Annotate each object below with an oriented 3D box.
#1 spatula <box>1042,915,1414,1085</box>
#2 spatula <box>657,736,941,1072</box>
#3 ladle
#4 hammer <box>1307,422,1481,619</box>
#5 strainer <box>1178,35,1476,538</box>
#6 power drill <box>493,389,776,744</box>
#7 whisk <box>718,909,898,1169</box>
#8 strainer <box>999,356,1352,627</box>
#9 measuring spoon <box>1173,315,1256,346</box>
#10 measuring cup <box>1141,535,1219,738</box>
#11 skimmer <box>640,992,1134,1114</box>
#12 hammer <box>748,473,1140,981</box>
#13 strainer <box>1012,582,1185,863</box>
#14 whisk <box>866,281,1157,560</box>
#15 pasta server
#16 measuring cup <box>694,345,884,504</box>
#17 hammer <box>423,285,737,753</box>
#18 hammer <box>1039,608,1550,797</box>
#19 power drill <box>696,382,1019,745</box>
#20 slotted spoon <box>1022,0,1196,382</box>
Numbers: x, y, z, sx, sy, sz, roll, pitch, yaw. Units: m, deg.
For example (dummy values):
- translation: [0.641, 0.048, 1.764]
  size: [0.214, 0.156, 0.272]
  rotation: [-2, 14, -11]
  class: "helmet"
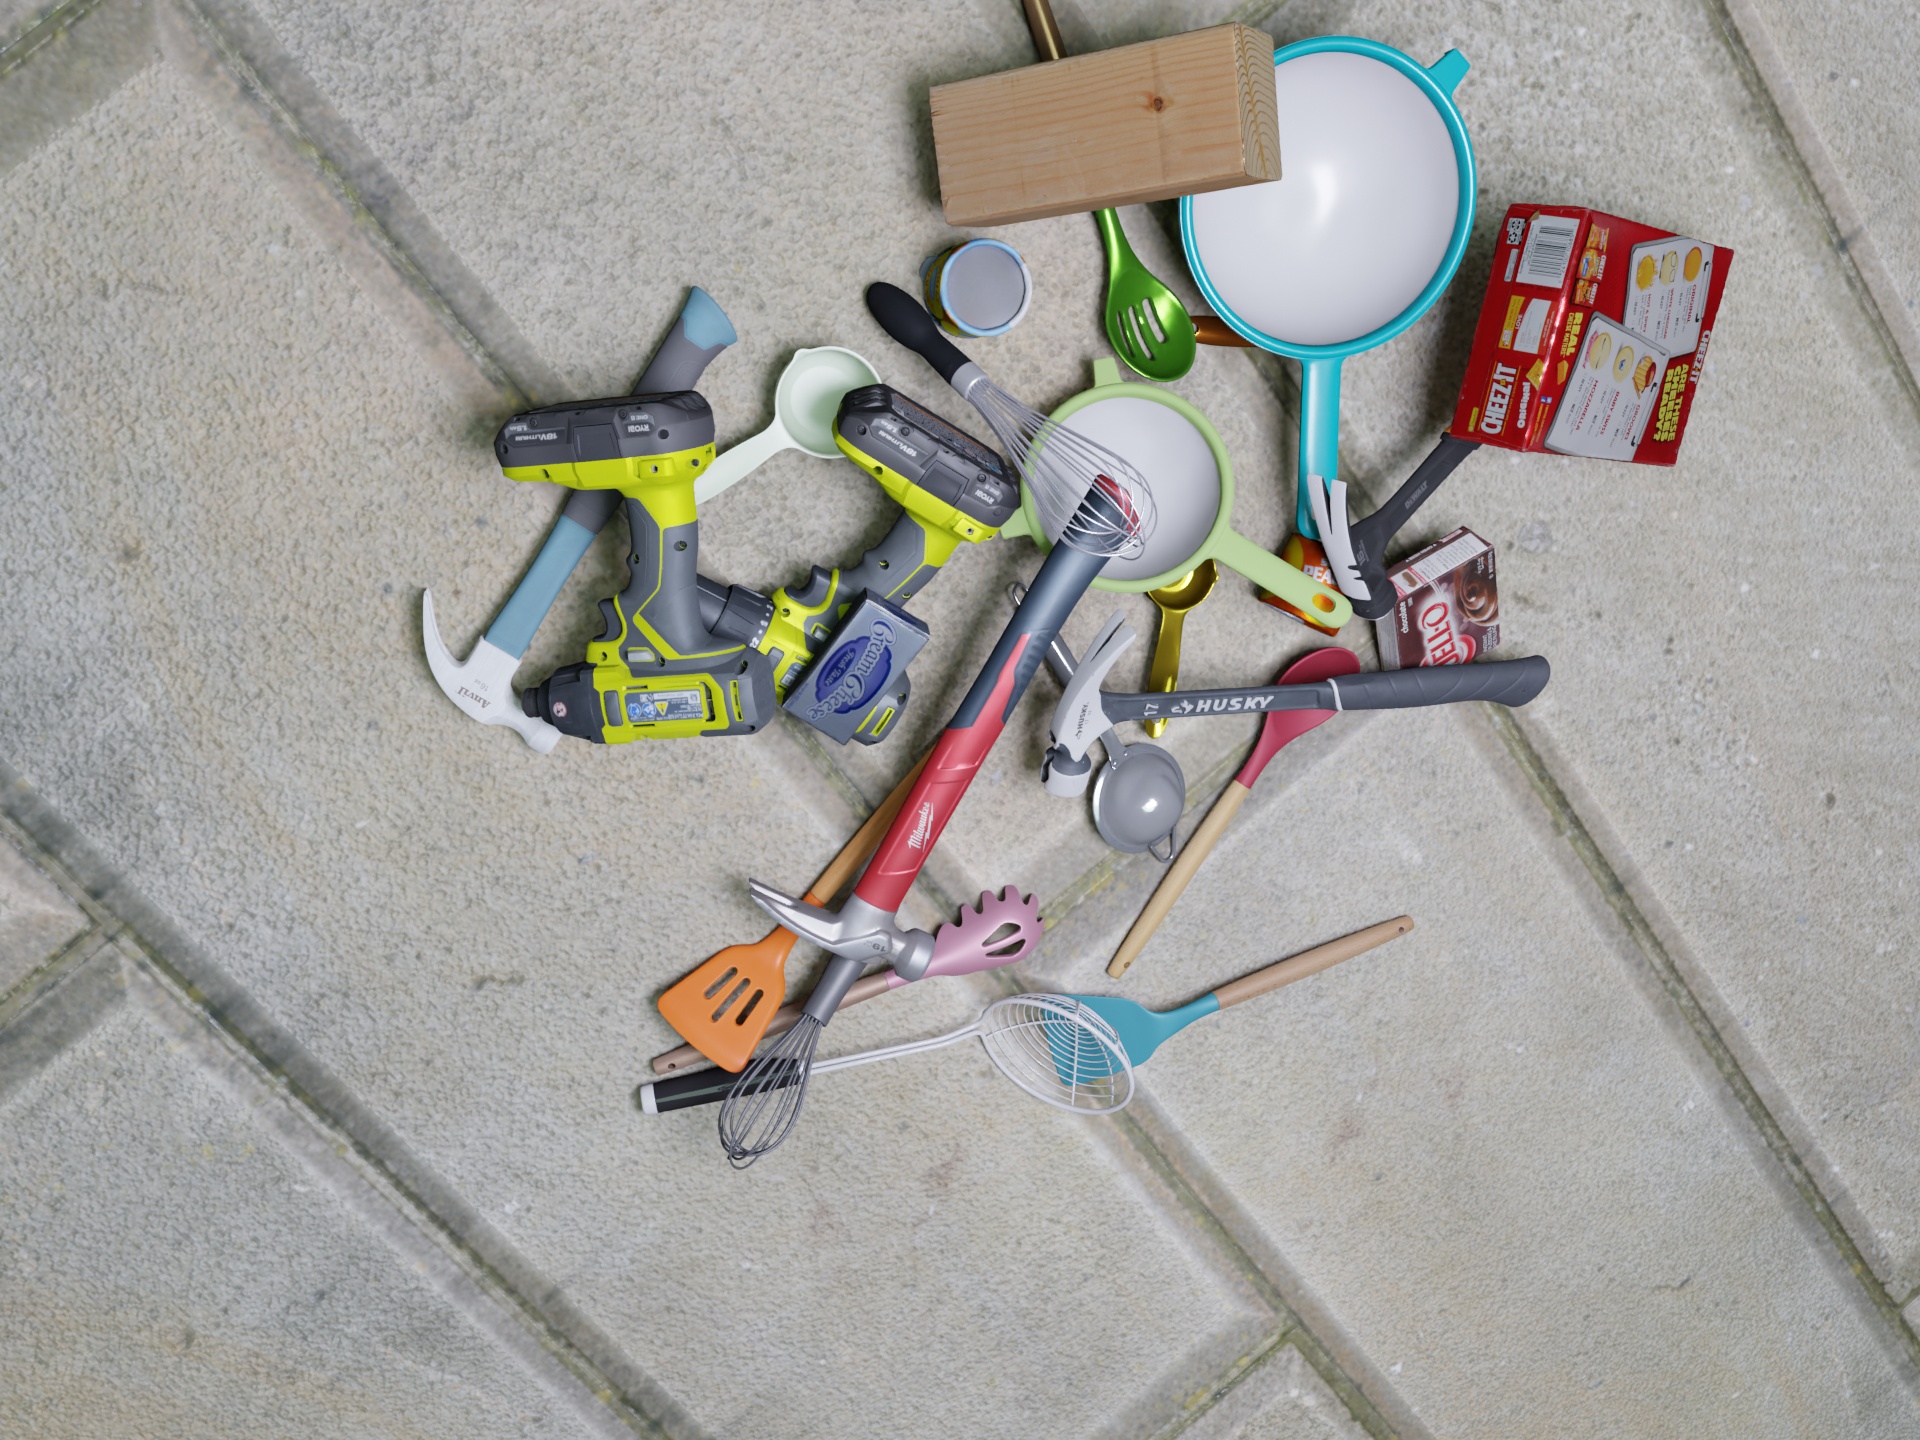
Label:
- translation: [0.223, 0.212, 1.285]
  size: [0.317, 0.044, 0.082]
  rotation: [-18, 104, -14]
  class: "spatula"
- translation: [-0.091, 0.114, 1.179]
  size: [0.081, 0.041, 0.322]
  rotation: [40, 89, 4]
  class: "spatula"
- translation: [0.208, 0.073, 1.247]
  size: [0.069, 0.031, 0.315]
  rotation: [31, 96, -33]
  class: "ladle"
- translation: [0.381, -0.228, 1.172]
  size: [0.337, 0.034, 0.127]
  rotation: [-45, 129, -17]
  class: "hammer"
- translation: [0.249, -0.306, 1.146]
  size: [0.211, 0.095, 0.340]
  rotation: [-5, 109, -7]
  class: "strainer"
- translation: [-0.222, -0.095, 1.040]
  size: [0.171, 0.080, 0.223]
  rotation: [-3, 107, 12]
  class: "power drill"
- translation: [-0.105, 0.219, 1.166]
  size: [0.055, 0.055, 0.239]
  rotation: [38, 69, -18]
  class: "whisk"
- translation: [0.163, -0.135, 1.147]
  size: [0.256, 0.069, 0.151]
  rotation: [31, 86, 2]
  class: "strainer"
- translation: [0.214, -0.287, 1.180]
  size: [0.117, 0.011, 0.021]
  rotation: [2, 101, -13]
  class: "measuring spoon"
- translation: [0.154, -0.064, 1.207]
  size: [0.062, 0.029, 0.156]
  rotation: [4, 103, -14]
  class: "measuring cup"
- translation: [-0.055, 0.276, 1.196]
  size: [0.363, 0.090, 0.127]
  rotation: [-9, 135, -9]
  class: "skimmer"
- translation: [-0.002, -0.004, 1.108]
  size: [0.143, 0.038, 0.386]
  rotation: [26, 102, -16]
  class: "hammer"
- translation: [0.108, 0.006, 1.205]
  size: [0.087, 0.050, 0.258]
  rotation: [-38, 105, -20]
  class: "strainer"
- translation: [0.027, -0.207, 1.059]
  size: [0.070, 0.070, 0.285]
  rotation: [-42, 68, -2]
  class: "whisk"
- translation: [-0.082, 0.205, 1.210]
  size: [0.316, 0.040, 0.060]
  rotation: [-20, 106, -4]
  class: "pasta server"
- translation: [-0.131, -0.198, 1.107]
  size: [0.167, 0.038, 0.083]
  rotation: [-33, 109, -1]
  class: "measuring cup"
- translation: [-0.253, -0.146, 1.090]
  size: [0.128, 0.033, 0.331]
  rotation: [32, 93, -18]
  class: "hammer"
- translation: [0.261, -0.023, 1.179]
  size: [0.408, 0.036, 0.149]
  rotation: [-4, 132, -19]
  class: "hammer"
- translation: [-0.084, -0.111, 1.095]
  size: [0.190, 0.080, 0.228]
  rotation: [29, 111, -18]
  class: "power drill"
- translation: [0.094, -0.388, 1.122]
  size: [0.070, 0.031, 0.313]
  rotation: [-27, 105, -23]
  class: "slotted spoon"
